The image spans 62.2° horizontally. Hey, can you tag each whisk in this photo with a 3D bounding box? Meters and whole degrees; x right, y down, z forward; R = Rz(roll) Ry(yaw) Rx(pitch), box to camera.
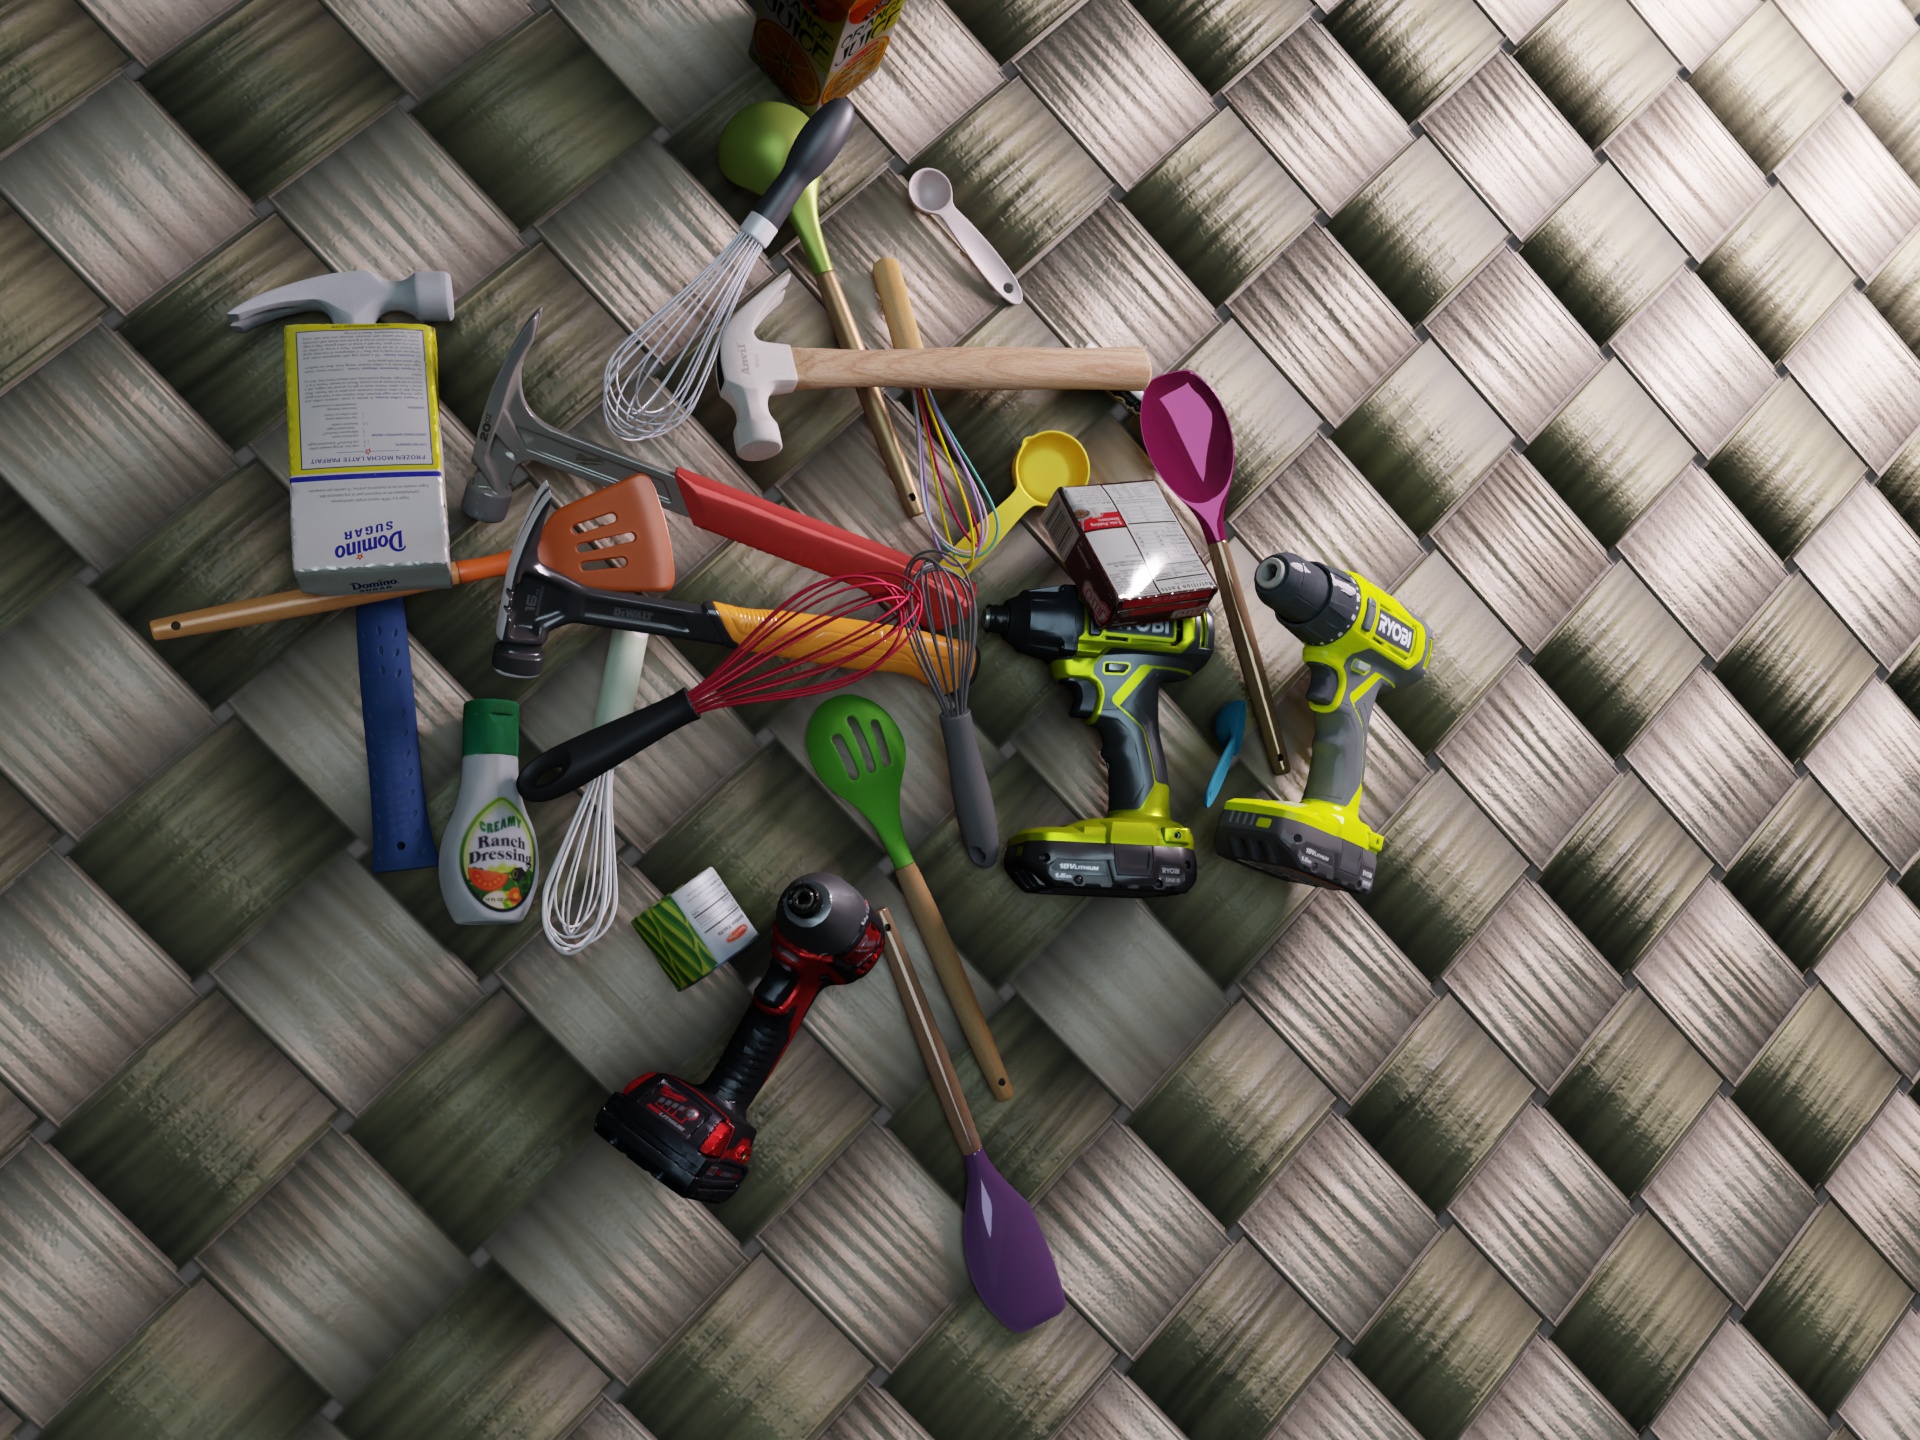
[{"bbox_3d":[-0.001,-0.004,1.115,0.055,0.055,0.238,-17,111,-16],"label":"whisk"},{"bbox_3d":[-0.159,-0.020,1.048,0.296,0.073,0.073,-27,91,0],"label":"whisk"},{"bbox_3d":[-0.244,0.037,1.082,0.057,0.059,0.246,23,71,-48],"label":"whisk"},{"bbox_3d":[-0.023,-0.227,1.162,0.051,0.047,0.245,-17,80,9],"label":"whisk"},{"bbox_3d":[-0.160,-0.316,1.108,0.070,0.070,0.284,35,91,-8],"label":"whisk"}]

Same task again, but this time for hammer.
[{"bbox_3d":[-0.152,-0.151,1.105,0.359,0.037,0.149,19,114,-16],"label":"hammer"},{"bbox_3d":[-0.139,-0.069,1.086,0.336,0.034,0.127,8,110,-25],"label":"hammer"},{"bbox_3d":[-0.013,-0.254,1.137,0.331,0.031,0.130,-6,72,-24],"label":"hammer"},{"bbox_3d":[-0.396,-0.102,1.061,0.144,0.035,0.405,-6,85,-15],"label":"hammer"}]

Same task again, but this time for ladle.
[{"bbox_3d":[-0.093,-0.299,1.167,0.078,0.062,0.320,-23,96,-15],"label":"ladle"}]

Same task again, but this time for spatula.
[{"bbox_3d":[-0.003,0.282,1.127,0.060,0.018,0.316,-21,90,-15],"label":"spatula"},{"bbox_3d":[-0.350,-0.092,1.032,0.322,0.041,0.081,-14,97,-21],"label":"spatula"}]

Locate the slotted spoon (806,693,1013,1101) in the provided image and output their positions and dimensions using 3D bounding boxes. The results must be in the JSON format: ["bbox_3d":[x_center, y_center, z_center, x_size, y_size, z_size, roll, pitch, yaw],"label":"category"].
[{"bbox_3d":[-0.028,0.127,1.135,0.070,0.031,0.314,-23,91,-20],"label":"slotted spoon"}]

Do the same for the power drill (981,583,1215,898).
[{"bbox_3d":[0.097,0.013,1.157,0.171,0.080,0.223,4,79,-15],"label":"power drill"}]

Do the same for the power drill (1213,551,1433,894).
[{"bbox_3d":[0.261,0.000,1.167,0.190,0.080,0.228,22,79,-43],"label":"power drill"}]

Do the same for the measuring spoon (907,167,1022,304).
[{"bbox_3d":[0.004,-0.365,1.210,0.034,0.018,0.124,-44,102,-15],"label":"measuring spoon"}]

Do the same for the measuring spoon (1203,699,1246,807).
[{"bbox_3d":[0.188,0.025,1.171,0.021,0.129,0.042,9,123,19],"label":"measuring spoon"}]

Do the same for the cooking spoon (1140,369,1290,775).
[{"bbox_3d":[0.203,-0.111,1.215,0.068,0.017,0.319,-17,92,-7],"label":"cooking spoon"}]

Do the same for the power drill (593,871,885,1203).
[{"bbox_3d":[-0.133,0.198,1.038,0.078,0.143,0.220,31,77,16],"label":"power drill"}]

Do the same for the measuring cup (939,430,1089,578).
[{"bbox_3d":[0.031,-0.152,1.189,0.156,0.029,0.062,-45,99,-3],"label":"measuring cup"}]
